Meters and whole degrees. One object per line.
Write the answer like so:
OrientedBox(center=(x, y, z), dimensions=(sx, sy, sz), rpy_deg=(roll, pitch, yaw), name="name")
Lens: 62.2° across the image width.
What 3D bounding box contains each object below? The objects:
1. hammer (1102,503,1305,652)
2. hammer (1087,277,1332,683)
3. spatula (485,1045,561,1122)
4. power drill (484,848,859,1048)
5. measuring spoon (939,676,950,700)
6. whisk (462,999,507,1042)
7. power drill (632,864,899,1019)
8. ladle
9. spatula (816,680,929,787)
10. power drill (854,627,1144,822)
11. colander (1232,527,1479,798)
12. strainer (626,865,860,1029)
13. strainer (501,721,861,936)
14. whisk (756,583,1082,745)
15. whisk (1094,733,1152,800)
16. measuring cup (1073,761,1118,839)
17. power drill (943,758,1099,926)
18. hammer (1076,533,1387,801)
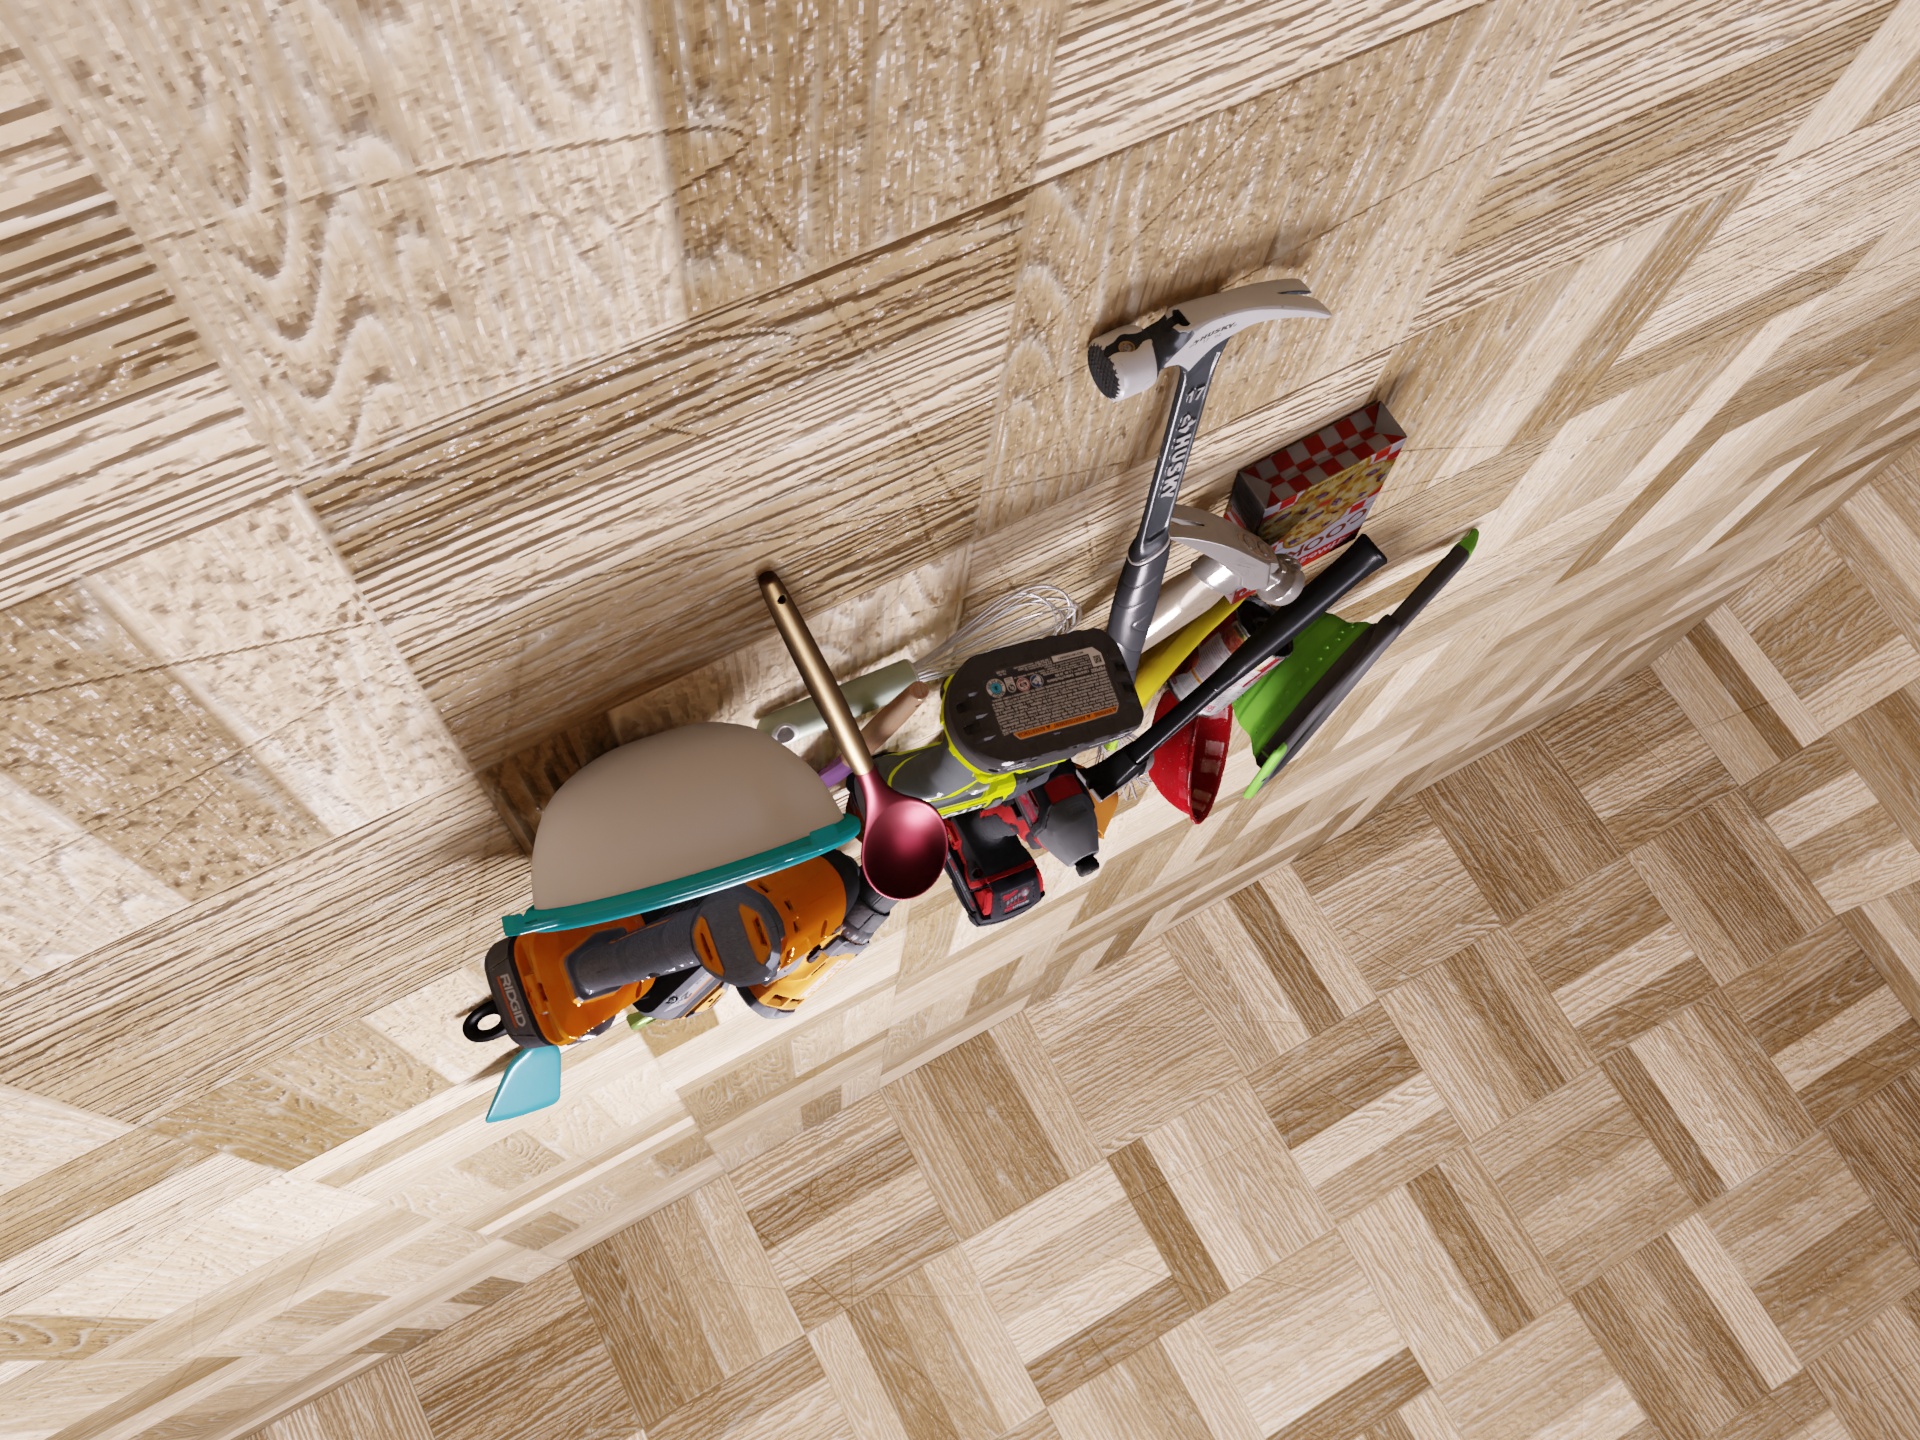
OrientedBox(center=(0.069, -0.029, 1.252), dimensions=(0.146, 0.038, 0.410), rpy_deg=(19, 138, -39), name="hammer")
OrientedBox(center=(0.128, -0.127, 1.027), dimensions=(0.149, 0.036, 0.408), rpy_deg=(-26, 156, -16), name="hammer")
OrientedBox(center=(-0.343, 0.275, 1.454), dimensions=(0.082, 0.044, 0.317), rpy_deg=(-6, 150, -47), name="spatula")
OrientedBox(center=(-0.176, 0.139, 1.043), dimensions=(0.226, 0.084, 0.164), rpy_deg=(-18, -177, 24), name="power drill")
OrientedBox(center=(-0.002, -0.004, 1.242), dimensions=(0.034, 0.018, 0.124), rpy_deg=(-6, 149, -7), name="measuring spoon")
OrientedBox(center=(-0.277, 0.199, 1.325), dimensions=(0.296, 0.073, 0.073), rpy_deg=(-24, 163, -3), name="whisk")
OrientedBox(center=(-0.139, 0.156, 1.224), dimensions=(0.185, 0.084, 0.226), rpy_deg=(-43, 155, 14), name="power drill")
OrientedBox(center=(-0.069, 0.015, 1.003), dimensions=(0.069, 0.031, 0.315), rpy_deg=(-43, 142, -17), name="ladle")
OrientedBox(center=(-0.074, 0.021, 1.133), dimensions=(0.060, 0.018, 0.316), rpy_deg=(-26, 175, -23), name="spatula")
OrientedBox(center=(0.033, 0.014, 1.134), dimensions=(0.171, 0.080, 0.223), rpy_deg=(-15, 168, -23), name="power drill")
OrientedBox(center=(0.378, -0.092, 1.576), dimensions=(0.397, 0.094, 0.204), rpy_deg=(-43, 166, -26), name="colander")
OrientedBox(center=(-0.189, 0.187, 1.415), dimensions=(0.256, 0.069, 0.151), rpy_deg=(-28, 166, -9), name="strainer")
OrientedBox(center=(-0.176, 0.050, 1.036), dimensions=(0.211, 0.095, 0.340), rpy_deg=(-16, -176, -1), name="strainer")
OrientedBox(center=(-0.027, -0.035, 1.102), dimensions=(0.246, 0.059, 0.057), rpy_deg=(-23, 125, -13), name="whisk")
OrientedBox(center=(0.146, 0.018, 1.529), dimensions=(0.070, 0.070, 0.284), rpy_deg=(-31, 158, 2), name="whisk")
OrientedBox(center=(0.102, 0.075, 1.610), dimensions=(0.052, 0.095, 0.173), rpy_deg=(-63, -168, -8), name="measuring cup")
OrientedBox(center=(0.059, 0.107, 1.484), dimensions=(0.078, 0.143, 0.219), rpy_deg=(-19, 162, -27), name="power drill")
OrientedBox(center=(0.228, -0.041, 1.353), dimensions=(0.334, 0.035, 0.146), rpy_deg=(-43, 170, 30), name="hammer")
